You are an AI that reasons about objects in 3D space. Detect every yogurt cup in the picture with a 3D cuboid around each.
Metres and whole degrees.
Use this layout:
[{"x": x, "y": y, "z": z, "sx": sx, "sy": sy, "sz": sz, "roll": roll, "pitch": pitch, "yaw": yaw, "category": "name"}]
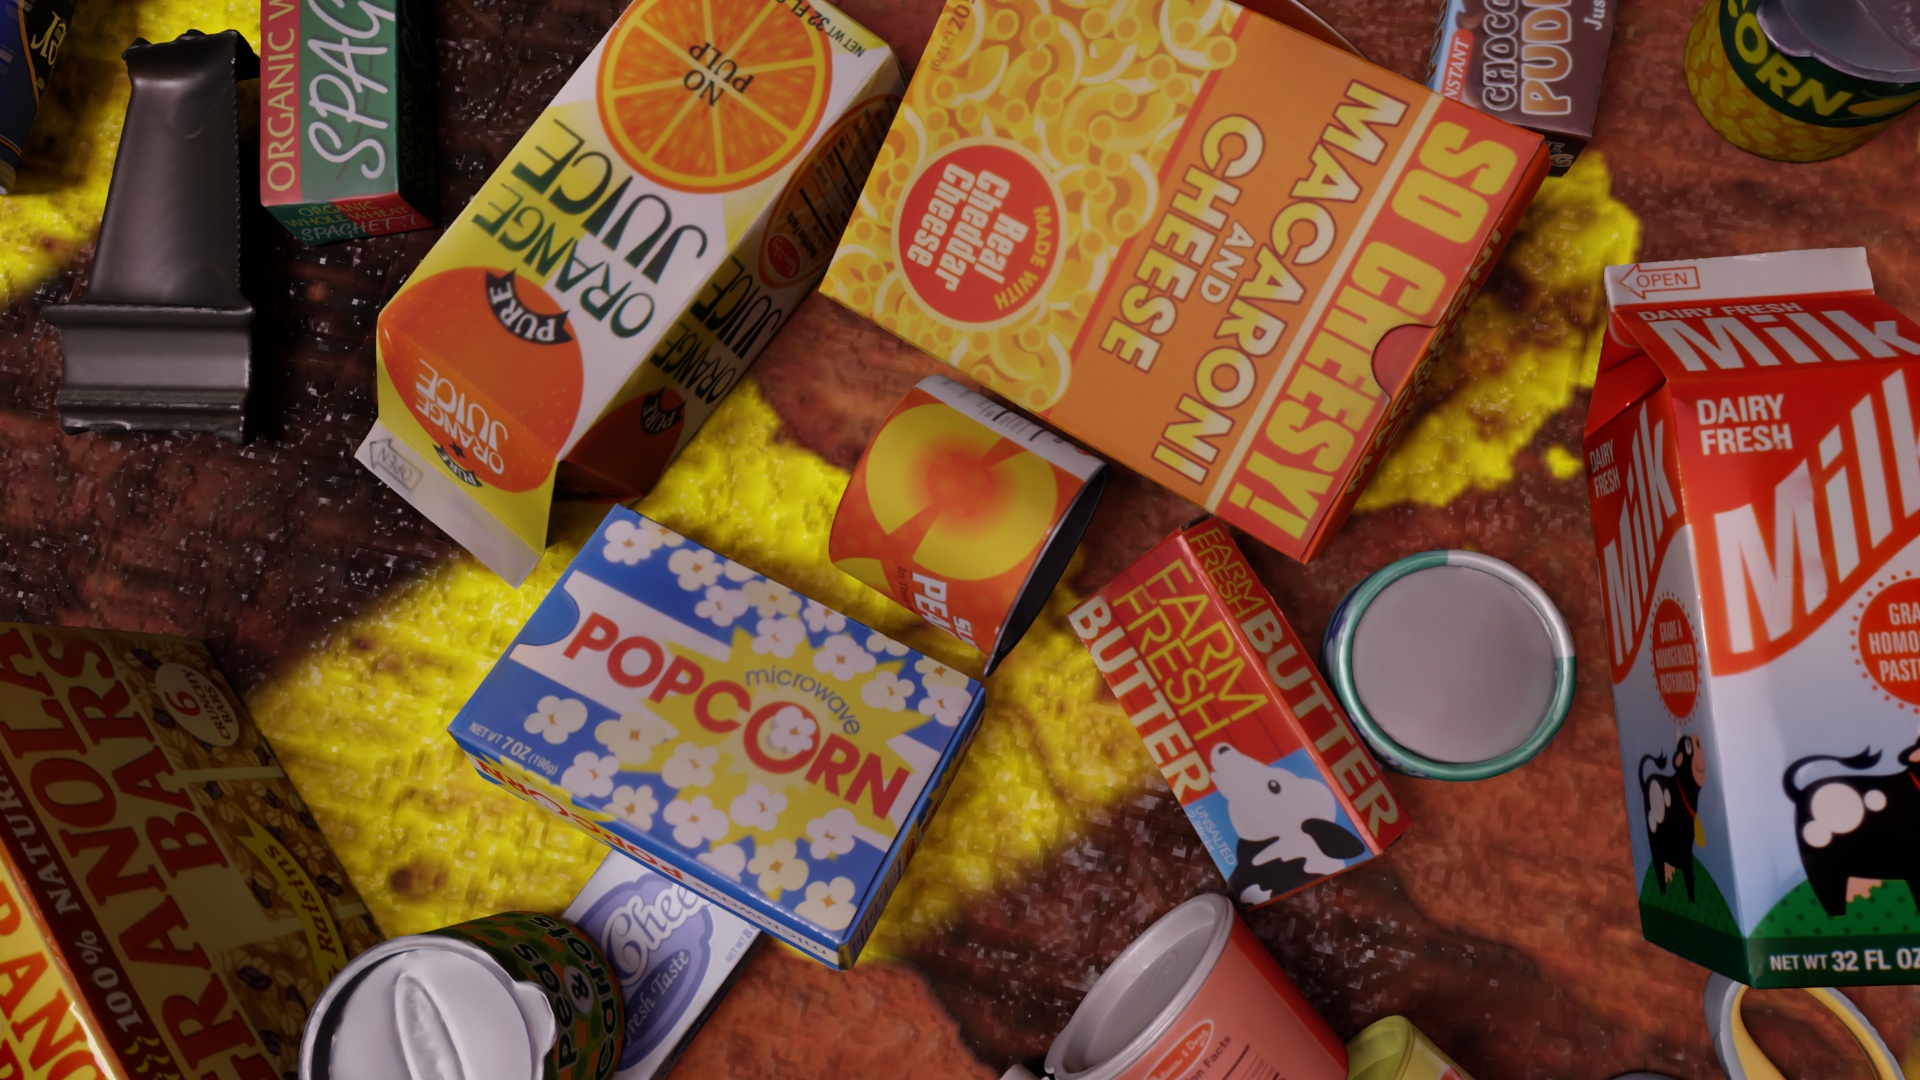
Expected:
[{"x": 0.067, "y": 0.139, "z": 0.378, "sx": 0.054, "sy": 0.072, "sz": 0.072, "roll": 44, "pitch": 89, "yaw": 2, "category": "yogurt cup"}]

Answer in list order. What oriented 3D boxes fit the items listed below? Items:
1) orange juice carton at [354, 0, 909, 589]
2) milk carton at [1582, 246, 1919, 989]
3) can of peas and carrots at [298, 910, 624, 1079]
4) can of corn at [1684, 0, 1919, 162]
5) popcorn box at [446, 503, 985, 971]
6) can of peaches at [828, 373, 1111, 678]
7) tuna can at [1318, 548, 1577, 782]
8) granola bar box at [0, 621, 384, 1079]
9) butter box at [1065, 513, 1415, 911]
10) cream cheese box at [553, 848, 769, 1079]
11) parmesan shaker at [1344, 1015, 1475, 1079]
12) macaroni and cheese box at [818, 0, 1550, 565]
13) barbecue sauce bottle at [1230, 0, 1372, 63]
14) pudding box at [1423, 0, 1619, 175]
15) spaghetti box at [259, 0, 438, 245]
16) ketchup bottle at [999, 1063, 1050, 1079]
[{"x": -0.100, "y": -0.080, "z": 0.423, "sx": 0.072, "sy": 0.073, "sz": 0.192, "roll": 38, "pitch": 88, "yaw": 10, "category": "orange juice carton"}, {"x": 0.220, "y": 0.015, "z": 0.372, "sx": 0.072, "sy": 0.073, "sz": 0.190, "roll": -3, "pitch": 81, "yaw": 7, "category": "milk carton"}, {"x": -0.130, "y": 0.136, "z": 0.377, "sx": 0.071, "sy": 0.058, "sz": 0.071, "roll": -1, "pitch": 81, "yaw": 7, "category": "can of peas and carrots"}, {"x": 0.250, "y": -0.149, "z": 0.399, "sx": 0.071, "sy": 0.058, "sz": 0.071, "roll": -1, "pitch": 82, "yaw": 6, "category": "can of corn"}, {"x": -0.067, "y": 0.055, "z": 0.402, "sx": 0.127, "sy": 0.038, "sz": 0.085, "roll": 25, "pitch": 62, "yaw": 9, "category": "popcorn box"}, {"x": 0.001, "y": -0.005, "z": 0.403, "sx": 0.058, "sy": 0.071, "sz": 0.071, "roll": 30, "pitch": 87, "yaw": 10, "category": "can of peaches"}, {"x": 0.137, "y": 0.038, "z": 0.399, "sx": 0.071, "sy": 0.033, "sz": 0.071, "roll": -1, "pitch": 82, "yaw": 6, "category": "tuna can"}, {"x": -0.226, "y": 0.100, "z": 0.386, "sx": 0.039, "sy": 0.124, "sz": 0.166, "roll": -37, "pitch": 80, "yaw": 2, "category": "granola bar box"}, {"x": 0.077, "y": 0.049, "z": 0.395, "sx": 0.053, "sy": 0.024, "sz": 0.103, "roll": -40, "pitch": 76, "yaw": 43, "category": "butter box"}, {"x": -0.098, "y": 0.129, "z": 0.418, "sx": 0.053, "sy": 0.024, "sz": 0.104, "roll": 36, "pitch": 87, "yaw": 11, "category": "cream cheese box"}, {"x": 0.134, "y": 0.187, "z": 0.360, "sx": 0.103, "sy": 0.071, "sz": 0.071, "roll": 41, "pitch": 89, "yaw": 9, "category": "parmesan shaker"}, {"x": 0.056, "y": -0.087, "z": 0.393, "sx": 0.167, "sy": 0.040, "sz": 0.123, "roll": 31, "pitch": 106, "yaw": 18, "category": "macaroni and cheese box"}, {"x": 0.084, "y": -0.142, "z": 0.425, "sx": 0.065, "sy": 0.043, "sz": 0.148, "roll": -37, "pitch": 79, "yaw": 6, "category": "barbecue sauce bottle"}, {"x": 0.171, "y": -0.159, "z": 0.424, "sx": 0.050, "sy": 0.030, "sz": 0.084, "roll": 13, "pitch": 84, "yaw": 9, "category": "pudding box"}, {"x": -0.211, "y": -0.227, "z": 0.478, "sx": 0.050, "sy": 0.028, "sz": 0.250, "roll": -5, "pitch": 81, "yaw": 5, "category": "spaghetti box"}, {"x": 0.063, "y": 0.203, "z": 0.372, "sx": 0.149, "sy": 0.064, "sz": 0.044, "roll": 36, "pitch": 67, "yaw": 19, "category": "ketchup bottle"}]
